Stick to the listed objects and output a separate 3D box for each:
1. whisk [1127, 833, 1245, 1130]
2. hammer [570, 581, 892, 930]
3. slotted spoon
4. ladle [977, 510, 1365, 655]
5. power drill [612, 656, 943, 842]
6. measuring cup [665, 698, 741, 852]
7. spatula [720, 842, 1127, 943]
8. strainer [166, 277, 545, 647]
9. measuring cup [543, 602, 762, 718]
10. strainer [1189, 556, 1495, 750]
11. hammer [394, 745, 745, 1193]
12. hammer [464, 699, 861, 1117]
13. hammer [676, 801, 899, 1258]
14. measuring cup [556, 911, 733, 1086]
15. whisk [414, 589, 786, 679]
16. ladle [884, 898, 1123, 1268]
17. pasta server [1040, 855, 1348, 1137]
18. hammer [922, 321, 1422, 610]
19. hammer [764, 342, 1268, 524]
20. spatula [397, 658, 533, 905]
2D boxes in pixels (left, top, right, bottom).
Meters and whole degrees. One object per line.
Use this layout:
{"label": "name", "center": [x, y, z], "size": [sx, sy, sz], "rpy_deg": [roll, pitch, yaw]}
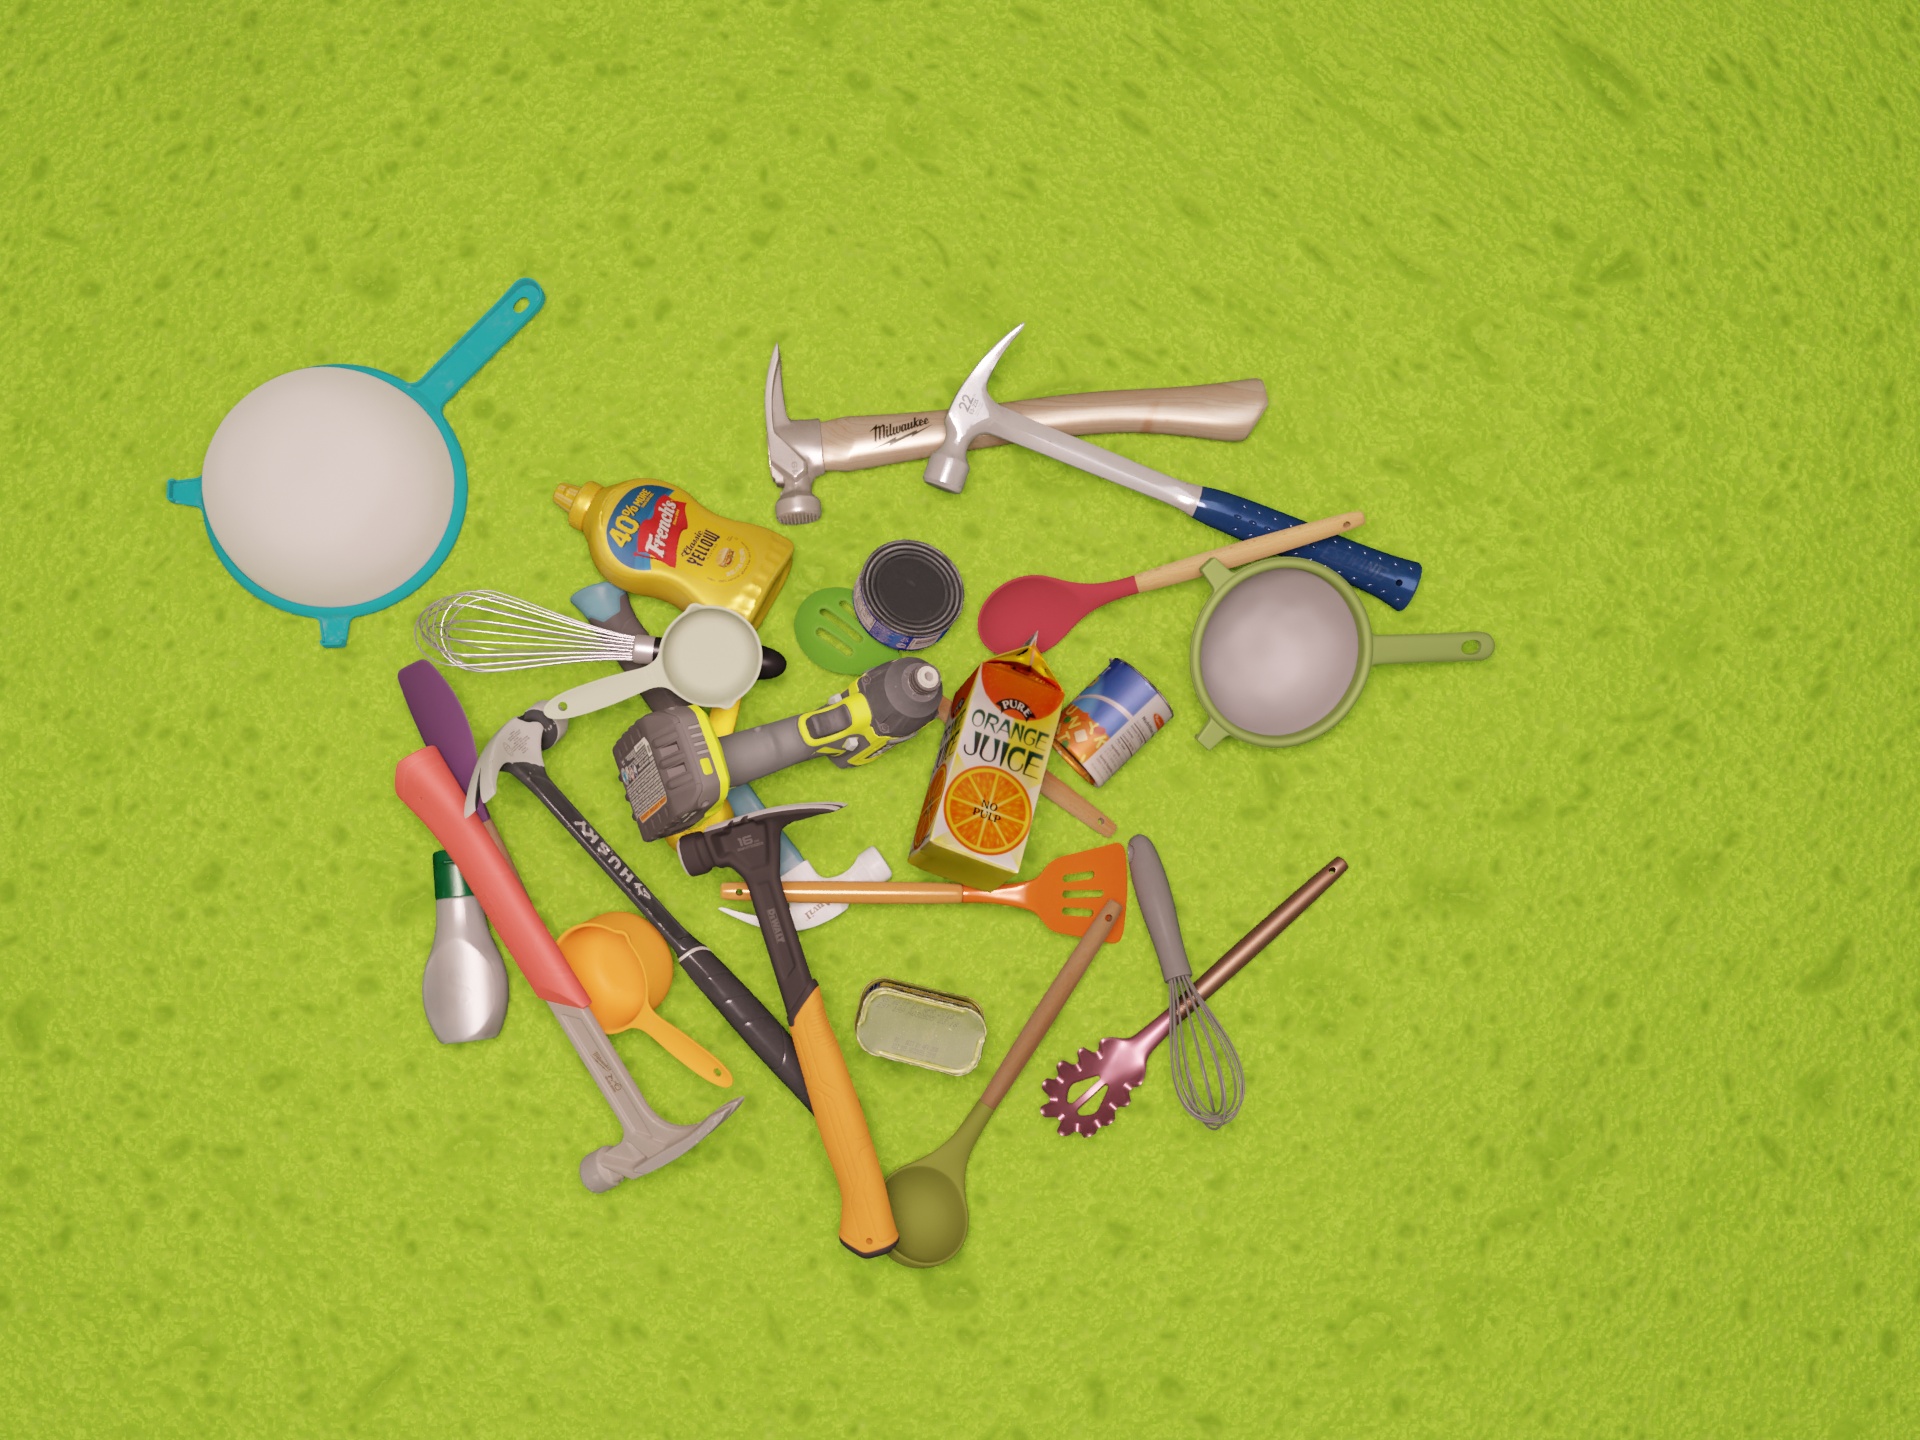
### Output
{"label": "whisk", "center": [0.168, 0.197, 1.229], "size": [0.055, 0.055, 0.239], "rpy_deg": [-13, 66, -4]}
{"label": "hammer", "center": [-0.200, 0.025, 1.265], "size": [0.128, 0.033, 0.331], "rpy_deg": [-35, 86, -7]}
{"label": "slotted spoon", "center": [-0.002, -0.004, 1.280], "size": [0.314, 0.031, 0.070], "rpy_deg": [37, 78, 0]}
{"label": "ladle", "center": [0.165, -0.117, 1.265], "size": [0.315, 0.031, 0.069], "rpy_deg": [-16, 116, 9]}
{"label": "power drill", "center": [-0.127, 0.011, 1.164], "size": [0.223, 0.171, 0.080], "rpy_deg": [-18, 83, -28]}
{"label": "measuring cup", "center": [-0.193, 0.029, 1.233], "size": [0.062, 0.029, 0.156], "rpy_deg": [12, 80, -2]}
{"label": "spatula", "center": [-0.024, 0.135, 1.243], "size": [0.322, 0.041, 0.081], "rpy_deg": [1, 90, -6]}
{"label": "strainer", "center": [-0.460, -0.236, 1.252], "size": [0.211, 0.095, 0.340], "rpy_deg": [43, 85, 3]}
{"label": "measuring cup", "center": [-0.230, -0.035, 1.195], "size": [0.167, 0.038, 0.083], "rpy_deg": [-19, 99, -4]}
{"label": "strainer", "center": [0.298, -0.060, 1.279], "size": [0.256, 0.069, 0.151], "rpy_deg": [-2, 101, -11]}
{"label": "hammer", "center": [-0.308, 0.173, 1.188], "size": [0.149, 0.036, 0.359], "rpy_deg": [-33, 87, 24]}
{"label": "hammer", "center": [-0.214, 0.164, 1.197], "size": [0.036, 0.149, 0.409], "rpy_deg": [-37, 99, 19]}
{"label": "hammer", "center": [-0.101, 0.228, 1.164], "size": [0.127, 0.034, 0.337], "rpy_deg": [-17, 91, 11]}
{"label": "measuring cup", "center": [-0.231, 0.215, 1.214], "size": [0.174, 0.052, 0.095], "rpy_deg": [36, 111, 10]}
{"label": "whisk", "center": [-0.276, -0.059, 1.230], "size": [0.284, 0.070, 0.070], "rpy_deg": [6, 83, -5]}
{"label": "ladle", "center": [0.037, 0.276, 1.226], "size": [0.078, 0.062, 0.320], "rpy_deg": [34, 85, -3]}
{"label": "pasta server", "center": [0.190, 0.214, 1.257], "size": [0.316, 0.040, 0.060], "rpy_deg": [-40, 72, -7]}
{"label": "hammer", "center": [0.182, -0.186, 1.278], "size": [0.405, 0.035, 0.144], "rpy_deg": [21, 92, -7]}
{"label": "hammer", "center": [0.046, -0.254, 1.306], "size": [0.410, 0.038, 0.146], "rpy_deg": [-6, 82, -4]}
{"label": "spatula", "center": [-0.357, 0.101, 1.227], "size": [0.060, 0.018, 0.316], "rpy_deg": [-17, 98, 36]}
